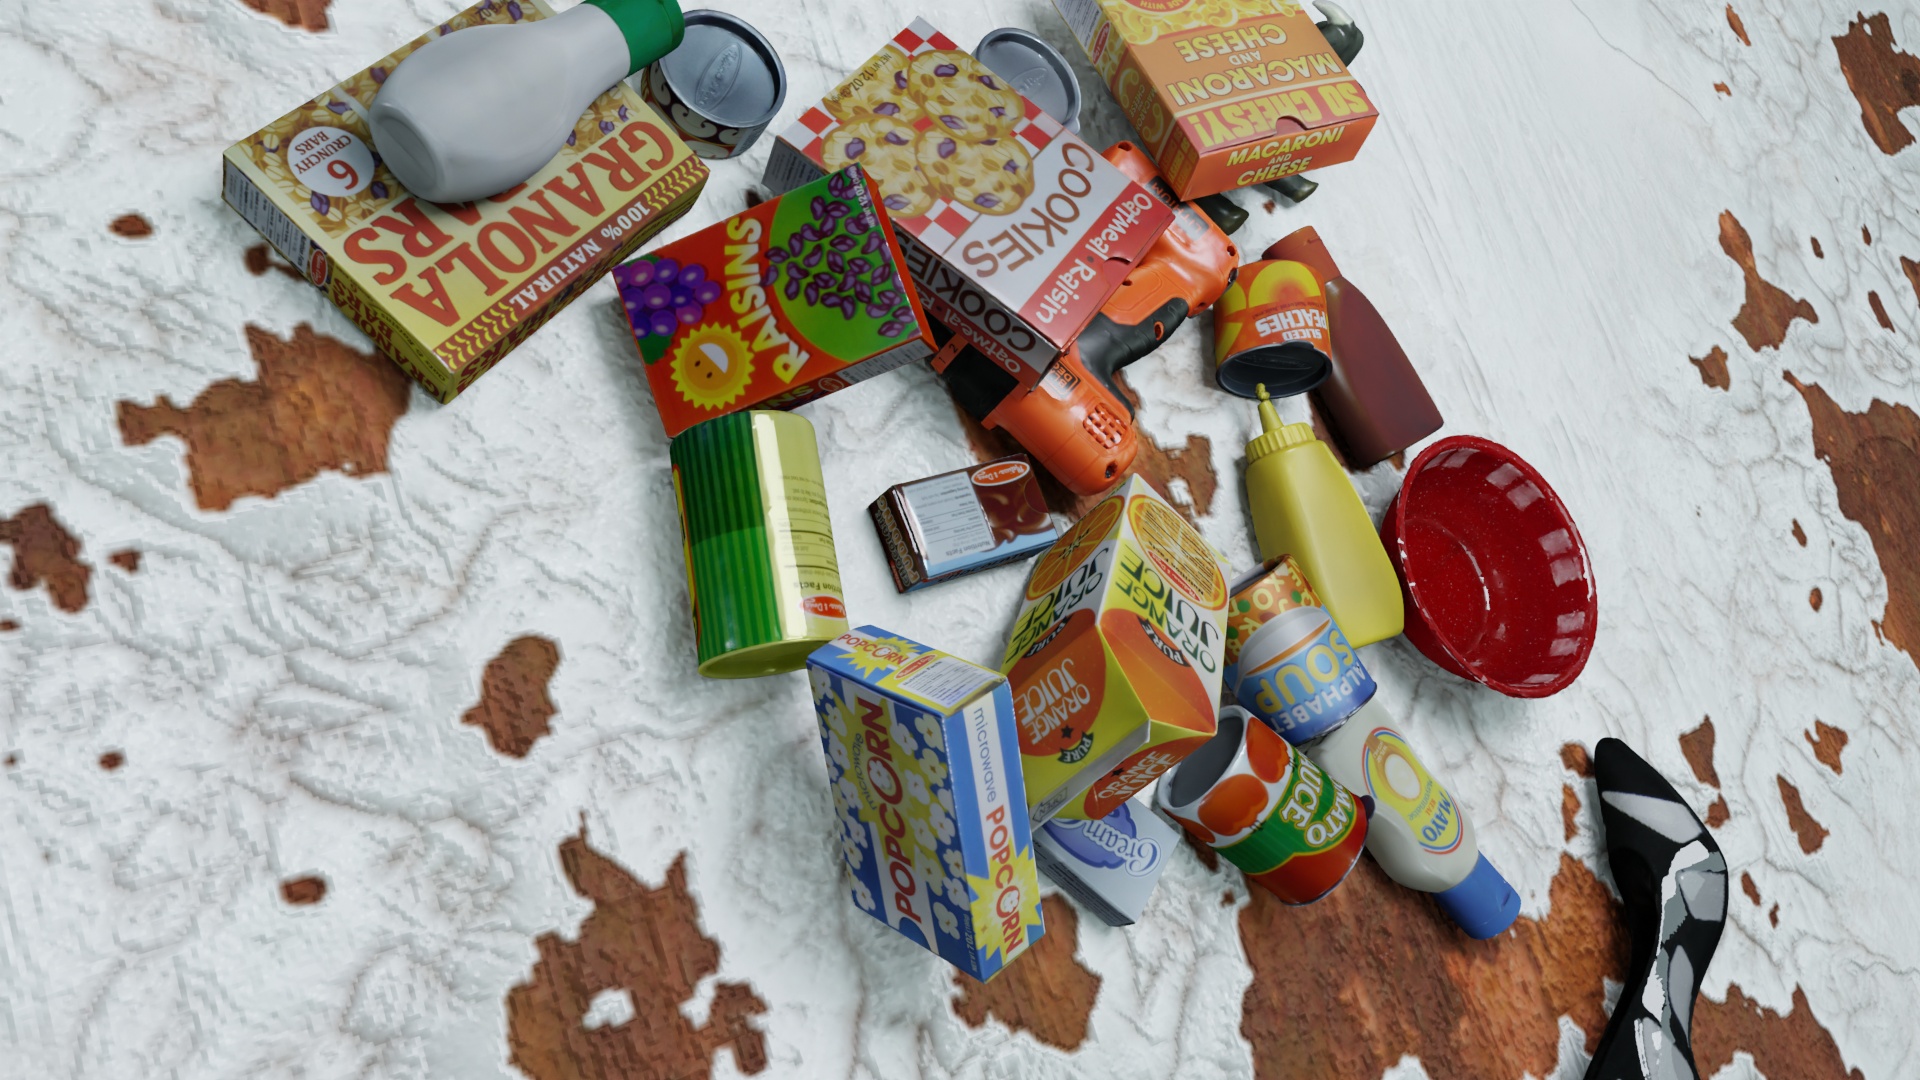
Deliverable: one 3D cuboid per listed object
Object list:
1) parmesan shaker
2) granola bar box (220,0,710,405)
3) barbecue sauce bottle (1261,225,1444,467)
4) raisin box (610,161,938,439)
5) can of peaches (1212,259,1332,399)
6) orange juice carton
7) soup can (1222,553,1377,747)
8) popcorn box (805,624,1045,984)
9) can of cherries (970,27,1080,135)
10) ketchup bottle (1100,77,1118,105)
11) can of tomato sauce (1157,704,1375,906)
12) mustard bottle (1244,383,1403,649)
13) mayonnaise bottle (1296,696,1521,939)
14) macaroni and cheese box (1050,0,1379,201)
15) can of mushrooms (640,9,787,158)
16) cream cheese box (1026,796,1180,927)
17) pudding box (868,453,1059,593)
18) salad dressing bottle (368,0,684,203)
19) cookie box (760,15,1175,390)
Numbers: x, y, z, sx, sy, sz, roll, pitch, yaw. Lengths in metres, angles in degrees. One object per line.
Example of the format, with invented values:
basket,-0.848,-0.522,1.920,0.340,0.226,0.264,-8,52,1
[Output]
parmesan shaker,-0.087,0.003,0.608,0.071,0.071,0.103,-2,72,-31
granola bar box,-0.211,-0.156,0.610,0.124,0.039,0.166,45,56,-7
barbecue sauce bottle,0.237,-0.121,0.854,0.065,0.043,0.148,-26,85,-35
raisin box,-0.083,-0.104,0.622,0.123,0.040,0.086,-21,84,8
can of peaches,0.181,-0.123,0.805,0.071,0.071,0.058,12,65,-26
orange juice carton,0.069,0.053,0.626,0.073,0.071,0.194,42,29,-10
soup can,0.168,0.059,0.729,0.072,0.071,0.084,-33,90,-35
popcorn box,-0.014,0.105,0.567,0.038,0.085,0.126,-27,119,-37
can of cherries,0.024,-0.235,0.764,0.071,0.058,0.072,12,66,-27
ketchup bottle,0.132,-0.328,0.871,0.065,0.043,0.149,35,58,-7
can of tomato sauce,0.152,0.131,0.693,0.083,0.071,0.071,38,58,-12
mustard bottle,0.197,-0.014,0.787,0.065,0.048,0.160,-11,77,-31
mayonnaise bottle,0.245,0.152,0.756,0.148,0.041,0.065,48,54,-6
macaroni and cheese box,0.142,-0.280,0.795,0.124,0.040,0.167,-18,66,-21
can of mushrooms,-0.125,-0.228,0.690,0.071,0.033,0.071,10,68,-27
cream cheese box,0.052,0.133,0.663,0.104,0.024,0.053,41,58,-11
pudding box,0.002,-0.009,0.683,0.084,0.030,0.050,-16,79,-34
salad dressing bottle,-0.179,-0.198,0.594,0.064,0.043,0.148,46,55,-5
cookie box,0.007,-0.169,0.685,0.167,0.040,0.123,38,57,1
